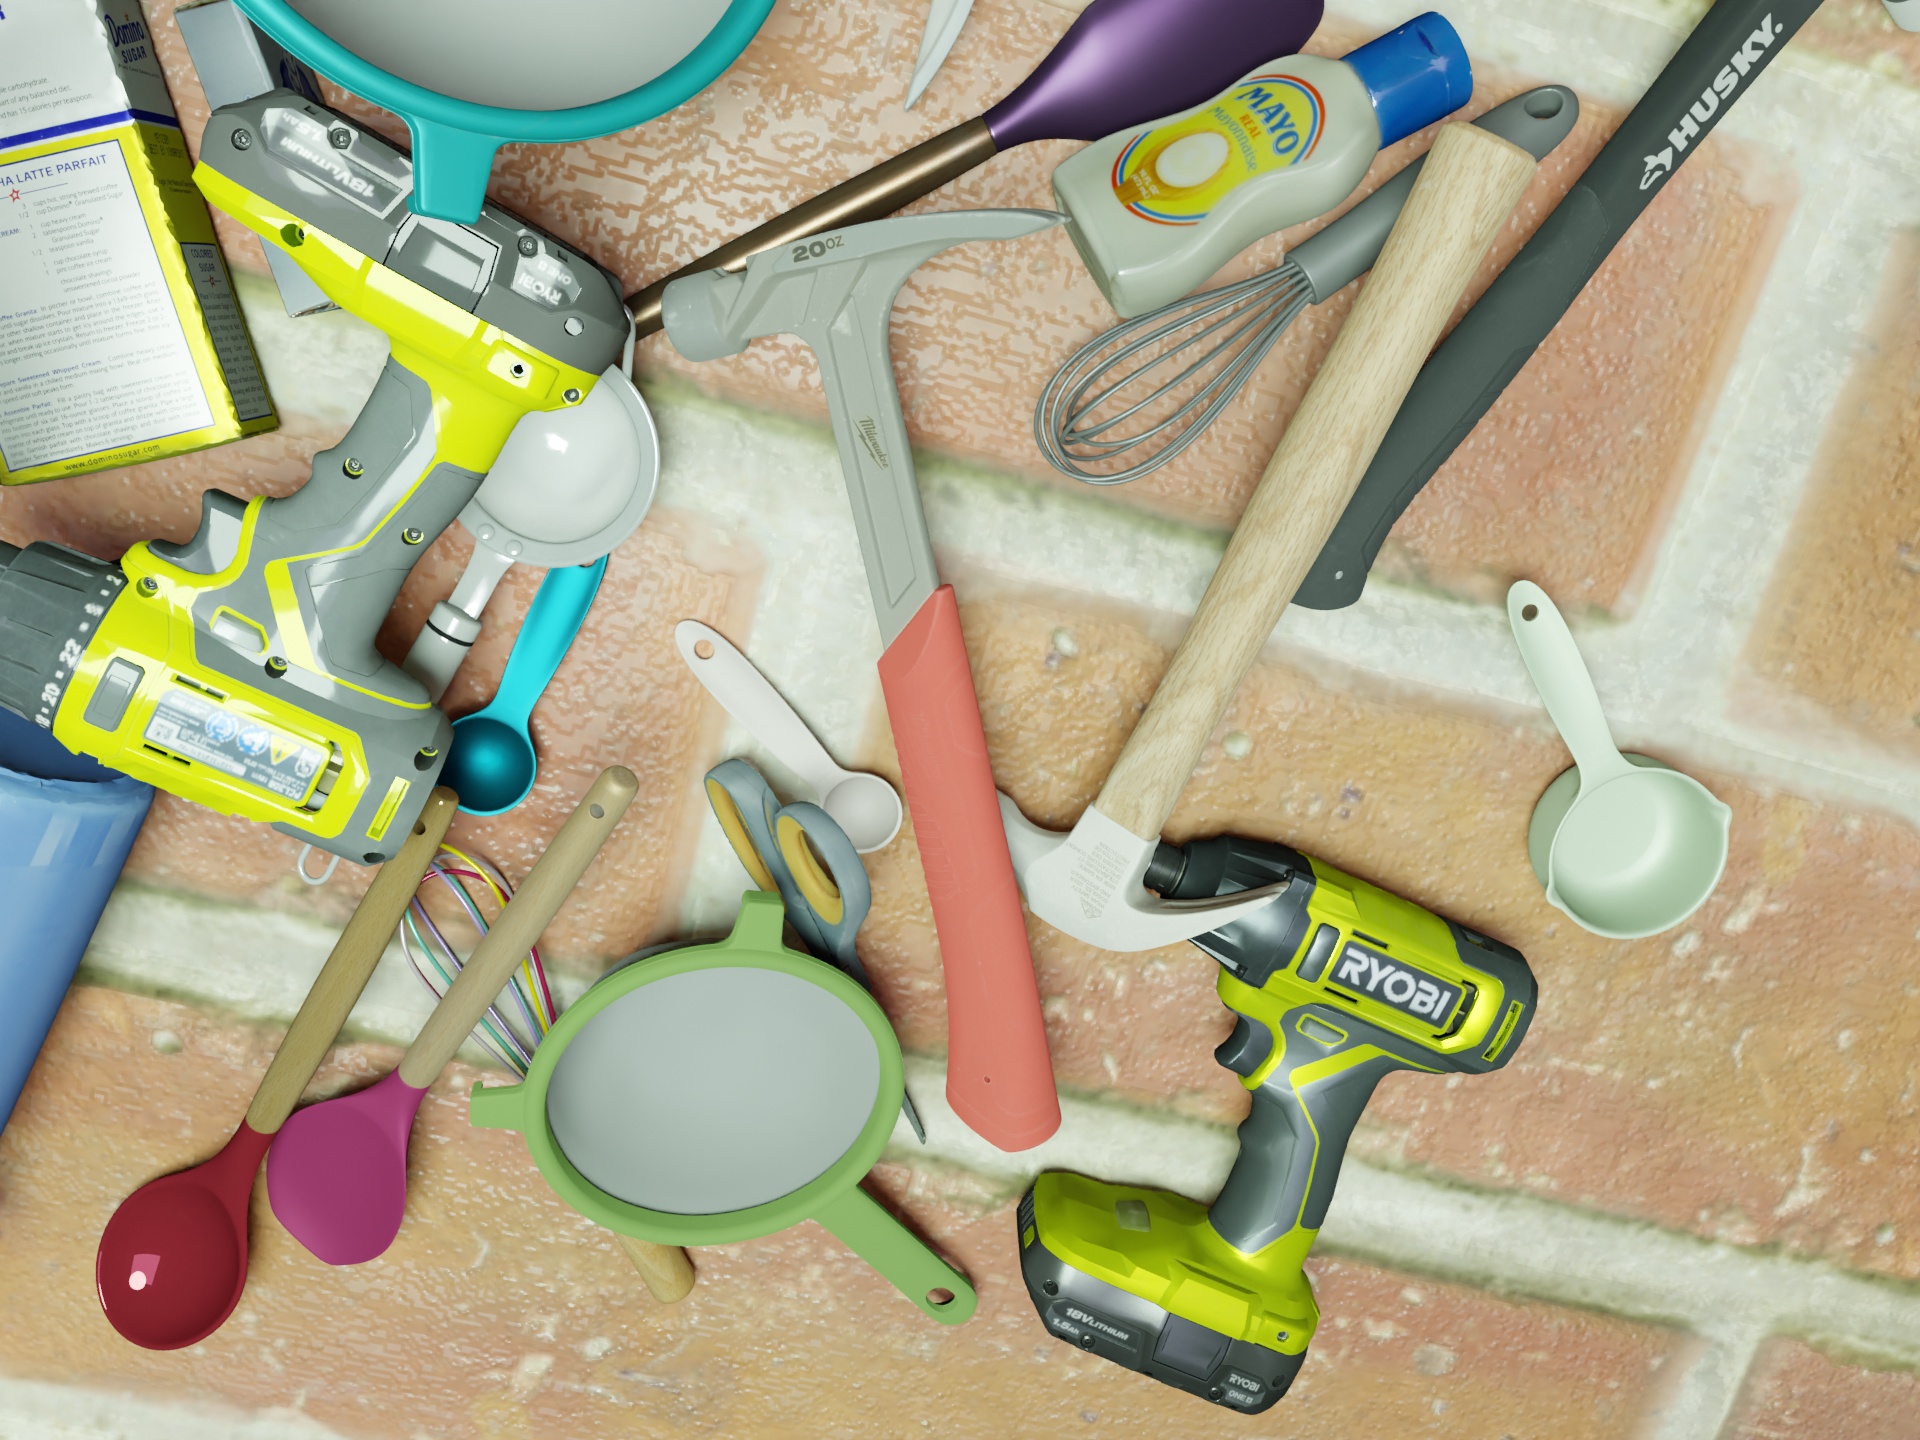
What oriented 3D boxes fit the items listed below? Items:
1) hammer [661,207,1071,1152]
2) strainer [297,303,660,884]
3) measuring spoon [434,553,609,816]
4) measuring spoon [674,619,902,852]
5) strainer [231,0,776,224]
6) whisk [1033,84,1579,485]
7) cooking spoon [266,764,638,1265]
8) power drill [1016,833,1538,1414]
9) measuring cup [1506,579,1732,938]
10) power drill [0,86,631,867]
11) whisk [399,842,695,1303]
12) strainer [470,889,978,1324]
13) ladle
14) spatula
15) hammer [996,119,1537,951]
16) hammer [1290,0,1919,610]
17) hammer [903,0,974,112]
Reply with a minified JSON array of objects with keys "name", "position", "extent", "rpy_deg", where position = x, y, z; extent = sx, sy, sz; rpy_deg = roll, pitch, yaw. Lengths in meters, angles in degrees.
[{"name":"hammer","position":[-0.001,-0.002,0.598],"extent":[0.149,0.037,0.359],"rpy_deg":[-6,107,22]},{"name":"strainer","position":[-0.189,-0.045,0.606],"extent":[0.087,0.050,0.258],"rpy_deg":[32,99,-5]},{"name":"measuring spoon","position":[-0.172,-0.022,0.640],"extent":[0.042,0.021,0.128],"rpy_deg":[26,94,-11]},{"name":"measuring spoon","position":[-0.071,0.004,0.654],"extent":[0.034,0.018,0.124],"rpy_deg":[-42,98,9]},{"name":"strainer","position":[-0.186,-0.320,0.435],"extent":[0.211,0.095,0.340],"rpy_deg":[-48,122,-21]},{"name":"whisk","position":[0.131,-0.165,0.598],"extent":[0.239,0.055,0.055],"rpy_deg":[-34,106,2]},{"name":"cooking spoon","position":[-0.205,0.125,0.630],"extent":[0.069,0.017,0.318],"rpy_deg":[42,120,3]},{"name":"power drill","position":[0.118,0.165,0.681],"extent":[0.171,0.080,0.223],"rpy_deg":[24,100,-5]},{"name":"measuring cup","position":[0.258,0.012,0.663],"extent":[0.083,0.038,0.167],"rpy_deg":[-28,104,5]},{"name":"power drill","position":[-0.231,-0.082,0.524],"extent":[0.190,0.080,0.228],"rpy_deg":[27,100,-20]},{"name":"whisk","position":[-0.172,0.154,0.676],"extent":[0.047,0.051,0.244],"rpy_deg":[-25,109,-2]},{"name":"strainer","position":[-0.073,0.174,0.684],"extent":[0.151,0.069,0.256],"rpy_deg":[-36,121,7]},{"name":"ladle","position":[-0.276,0.145,0.648],"extent":[0.069,0.031,0.315],"rpy_deg":[38,112,7]},{"name":"spatula","position":[-0.011,-0.204,0.591],"extent":[0.316,0.018,0.059],"rpy_deg":[-26,119,4]},{"name":"hammer","position":[0.115,-0.056,0.592],"extent":[0.130,0.031,0.331],"rpy_deg":[32,110,16]},{"name":"hammer","position":[0.223,-0.178,0.587],"extent":[0.146,0.035,0.334],"rpy_deg":[25,110,-36]},{"name":"hammer","position":[-0.171,-0.330,0.535],"extent":[0.386,0.038,0.143],"rpy_deg":[14,107,-7]}]
